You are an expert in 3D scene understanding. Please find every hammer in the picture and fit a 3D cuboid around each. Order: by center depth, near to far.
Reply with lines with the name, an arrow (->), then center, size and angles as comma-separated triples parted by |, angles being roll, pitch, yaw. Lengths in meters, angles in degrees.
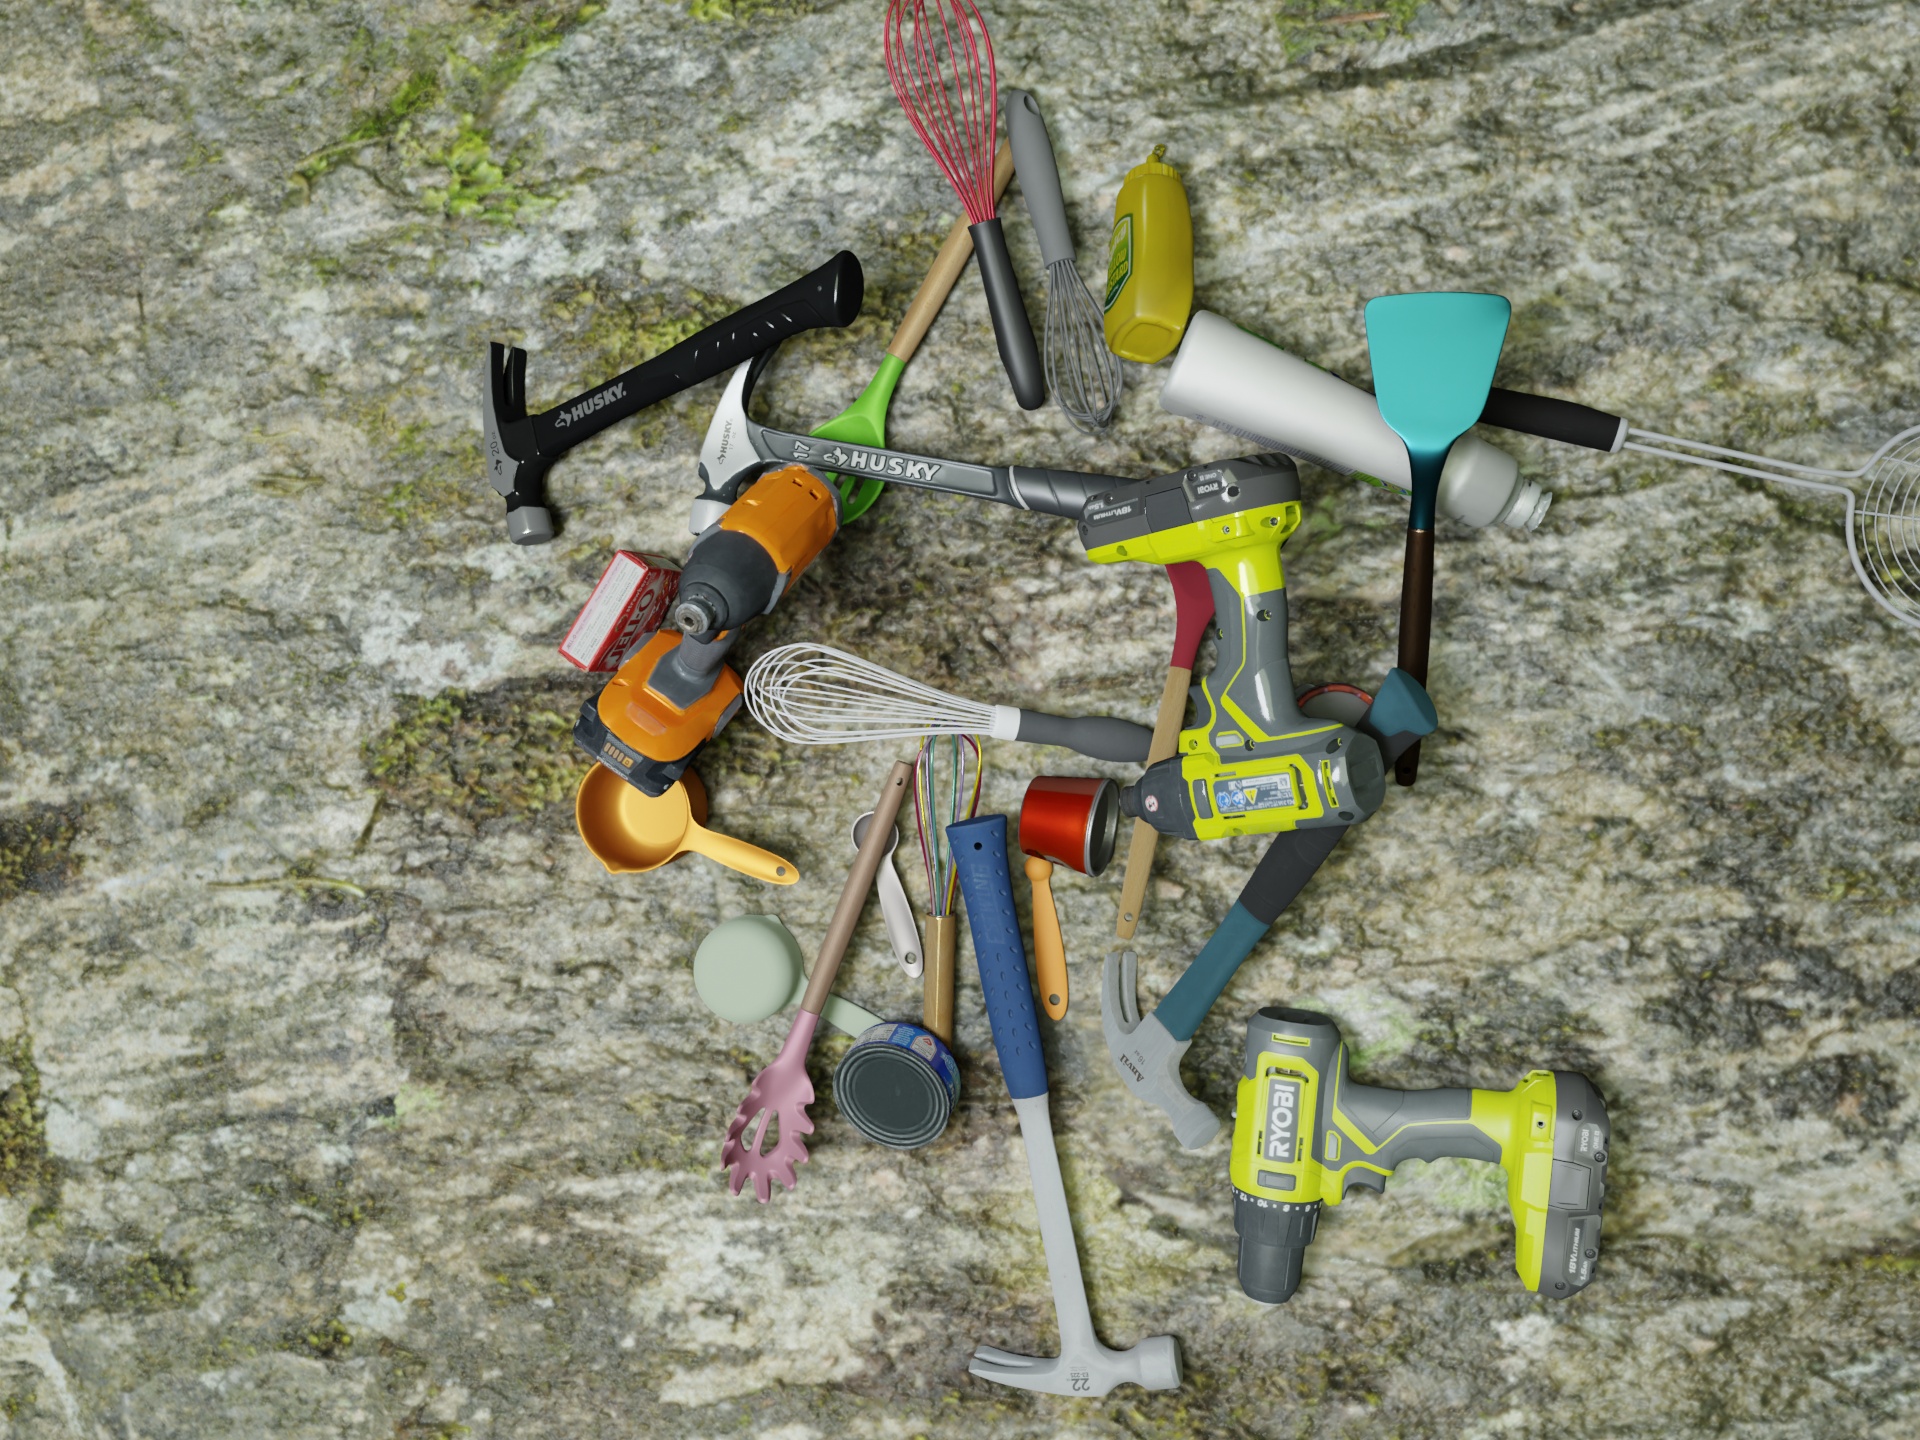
hammer -> 0.196, 0.112, 1.011 | 0.128, 0.033, 0.331 | 47, 117, 35
hammer -> 0.021, -0.164, 1.065 | 0.409, 0.036, 0.149 | 11, 89, 12
hammer -> 0.043, 0.266, 1.085 | 0.144, 0.035, 0.405 | -10, 94, 13
hammer -> -0.206, -0.243, 1.097 | 0.335, 0.035, 0.146 | -18, 82, 30

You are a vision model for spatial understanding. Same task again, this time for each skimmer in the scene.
skimmer -> 0.463, -0.150, 0.969 | 0.363, 0.090, 0.127 | 16, 126, 14

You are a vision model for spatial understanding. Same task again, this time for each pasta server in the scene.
pasta server -> -0.093, 0.178, 1.102 | 0.060, 0.040, 0.316 | 21, 91, -16

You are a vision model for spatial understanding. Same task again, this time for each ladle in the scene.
ladle -> 0.143, -0.009, 1.060 | 0.069, 0.031, 0.315 | 12, 88, 10

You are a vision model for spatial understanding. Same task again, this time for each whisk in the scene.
whisk -> -0.001, -0.004, 1.058 | 0.284, 0.070, 0.070 | 8, 94, -11
whisk -> 0.010, -0.352, 1.062 | 0.073, 0.073, 0.295 | -13, 103, 13
whisk -> 0.064, -0.309, 1.071 | 0.055, 0.055, 0.239 | -14, 89, 13
whisk -> -0.011, 0.114, 1.107 | 0.047, 0.051, 0.245 | 2, 95, 7

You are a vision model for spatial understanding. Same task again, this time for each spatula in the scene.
spatula -> 0.285, -0.101, 0.983 | 0.082, 0.044, 0.317 | 2, 120, 12

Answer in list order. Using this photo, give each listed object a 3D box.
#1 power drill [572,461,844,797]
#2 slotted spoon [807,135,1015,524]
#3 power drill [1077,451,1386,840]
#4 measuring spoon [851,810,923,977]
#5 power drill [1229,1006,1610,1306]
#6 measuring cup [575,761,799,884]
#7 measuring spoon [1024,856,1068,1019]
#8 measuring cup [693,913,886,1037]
power drill -> -0.171, -0.052, 1.038 | 0.084, 0.164, 0.226 | 36, 129, -3
slotted spoon -> -0.030, -0.275, 1.110 | 0.070, 0.031, 0.314 | 30, 96, 10
power drill -> 0.153, -0.039, 0.971 | 0.171, 0.080, 0.223 | -10, 93, 40
measuring spoon -> -0.047, 0.123, 1.132 | 0.034, 0.018, 0.124 | -15, 95, 10
power drill -> 0.288, 0.296, 1.027 | 0.228, 0.080, 0.190 | 5, 91, 15
measuring cup -> -0.188, 0.079, 1.141 | 0.173, 0.052, 0.095 | 21, 96, 9
measuring spoon -> 0.060, 0.151, 1.106 | 0.021, 0.011, 0.117 | -7, 90, 13
measuring cup -> -0.115, 0.199, 1.133 | 0.167, 0.038, 0.083 | 26, 97, 12
